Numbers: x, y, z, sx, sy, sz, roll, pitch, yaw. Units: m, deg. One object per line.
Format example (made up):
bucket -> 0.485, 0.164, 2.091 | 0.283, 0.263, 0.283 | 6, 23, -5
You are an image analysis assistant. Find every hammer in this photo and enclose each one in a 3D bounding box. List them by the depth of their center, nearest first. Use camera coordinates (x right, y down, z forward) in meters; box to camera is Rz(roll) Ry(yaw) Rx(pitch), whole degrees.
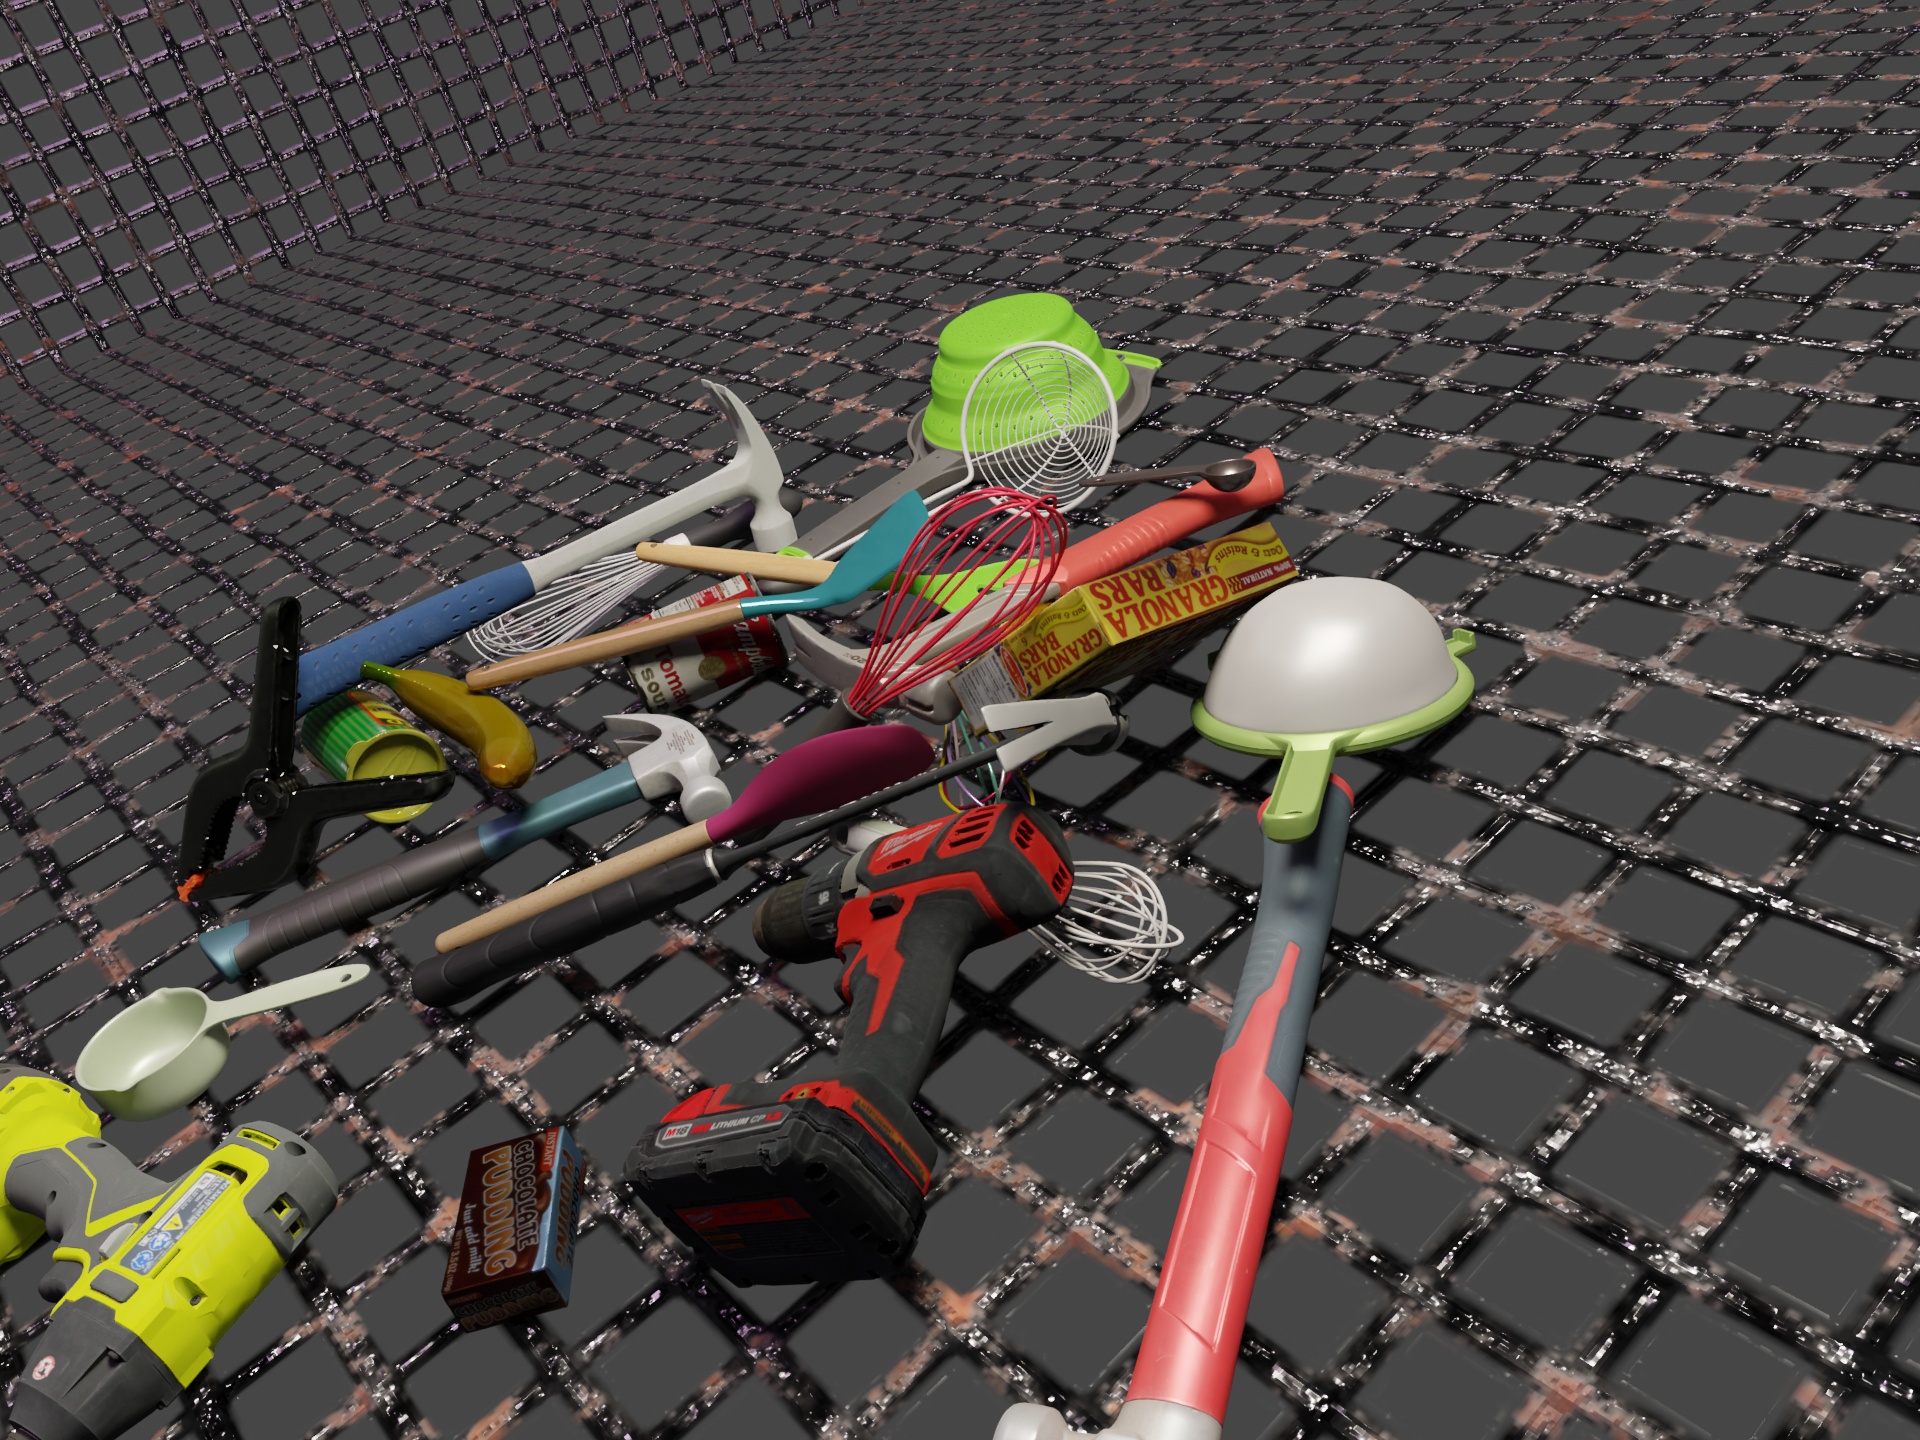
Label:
hammer -> 0.137, 0.154, 0.660 | 0.143, 0.038, 0.386 | 0, 37, 24
hammer -> -0.114, 0.071, 0.820 | 0.409, 0.036, 0.149 | -23, -6, 16
hammer -> -0.308, 0.082, 0.986 | 0.331, 0.033, 0.128 | -23, 34, -7
hammer -> 0.069, -0.100, 1.017 | 0.359, 0.036, 0.149 | -29, 35, -30
hammer -> -0.301, -0.111, 1.132 | 0.405, 0.144, 0.035 | -31, 36, -26

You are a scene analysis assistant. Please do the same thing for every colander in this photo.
colander -> -0.013, -0.239, 1.254 | 0.397, 0.094, 0.205 | -37, 37, -26

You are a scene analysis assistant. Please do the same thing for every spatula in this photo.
spatula -> -0.170, -0.075, 1.032 | 0.317, 0.044, 0.082 | -16, 33, -1

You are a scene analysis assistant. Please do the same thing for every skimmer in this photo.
skimmer -> -0.054, -0.147, 1.143 | 0.363, 0.127, 0.090 | -30, -10, -10

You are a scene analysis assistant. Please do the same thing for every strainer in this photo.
strainer -> 0.179, -0.019, 0.809 | 0.151, 0.069, 0.256 | -4, 20, 21

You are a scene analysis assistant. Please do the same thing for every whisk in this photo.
whisk -> 0.013, 0.082, 0.820 | 0.059, 0.058, 0.246 | 0, 10, -44
whisk -> -0.044, -0.021, 0.860 | 0.295, 0.073, 0.073 | -46, 19, 32
whisk -> -0.004, -0.004, 0.956 | 0.047, 0.051, 0.245 | -24, 30, 1
whisk -> -0.248, -0.121, 1.236 | 0.284, 0.070, 0.070 | -27, 34, -21

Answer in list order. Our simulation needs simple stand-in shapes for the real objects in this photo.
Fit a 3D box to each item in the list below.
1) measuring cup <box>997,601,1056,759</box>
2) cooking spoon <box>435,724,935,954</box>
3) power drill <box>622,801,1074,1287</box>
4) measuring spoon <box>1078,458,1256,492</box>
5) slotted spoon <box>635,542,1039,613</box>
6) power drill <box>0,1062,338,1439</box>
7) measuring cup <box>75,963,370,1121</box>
measuring cup -> 0.050, -0.018, 0.965 | 0.062, 0.029, 0.157 | -10, 36, 12
cooking spoon -> -0.161, 0.072, 0.890 | 0.319, 0.068, 0.017 | -23, 52, 14
power drill -> -0.059, 0.137, 0.723 | 0.188, 0.080, 0.227 | -19, 29, 38
measuring spoon -> 0.136, -0.156, 1.048 | 0.124, 0.018, 0.034 | 0, 26, 30
slotted spoon -> -0.084, -0.101, 1.102 | 0.314, 0.031, 0.070 | 8, 40, 18
power drill -> -0.434, 0.254, 0.760 | 0.223, 0.080, 0.171 | 7, 41, 29
measuring cup -> -0.407, 0.176, 0.894 | 0.167, 0.038, 0.083 | -17, 33, -2
